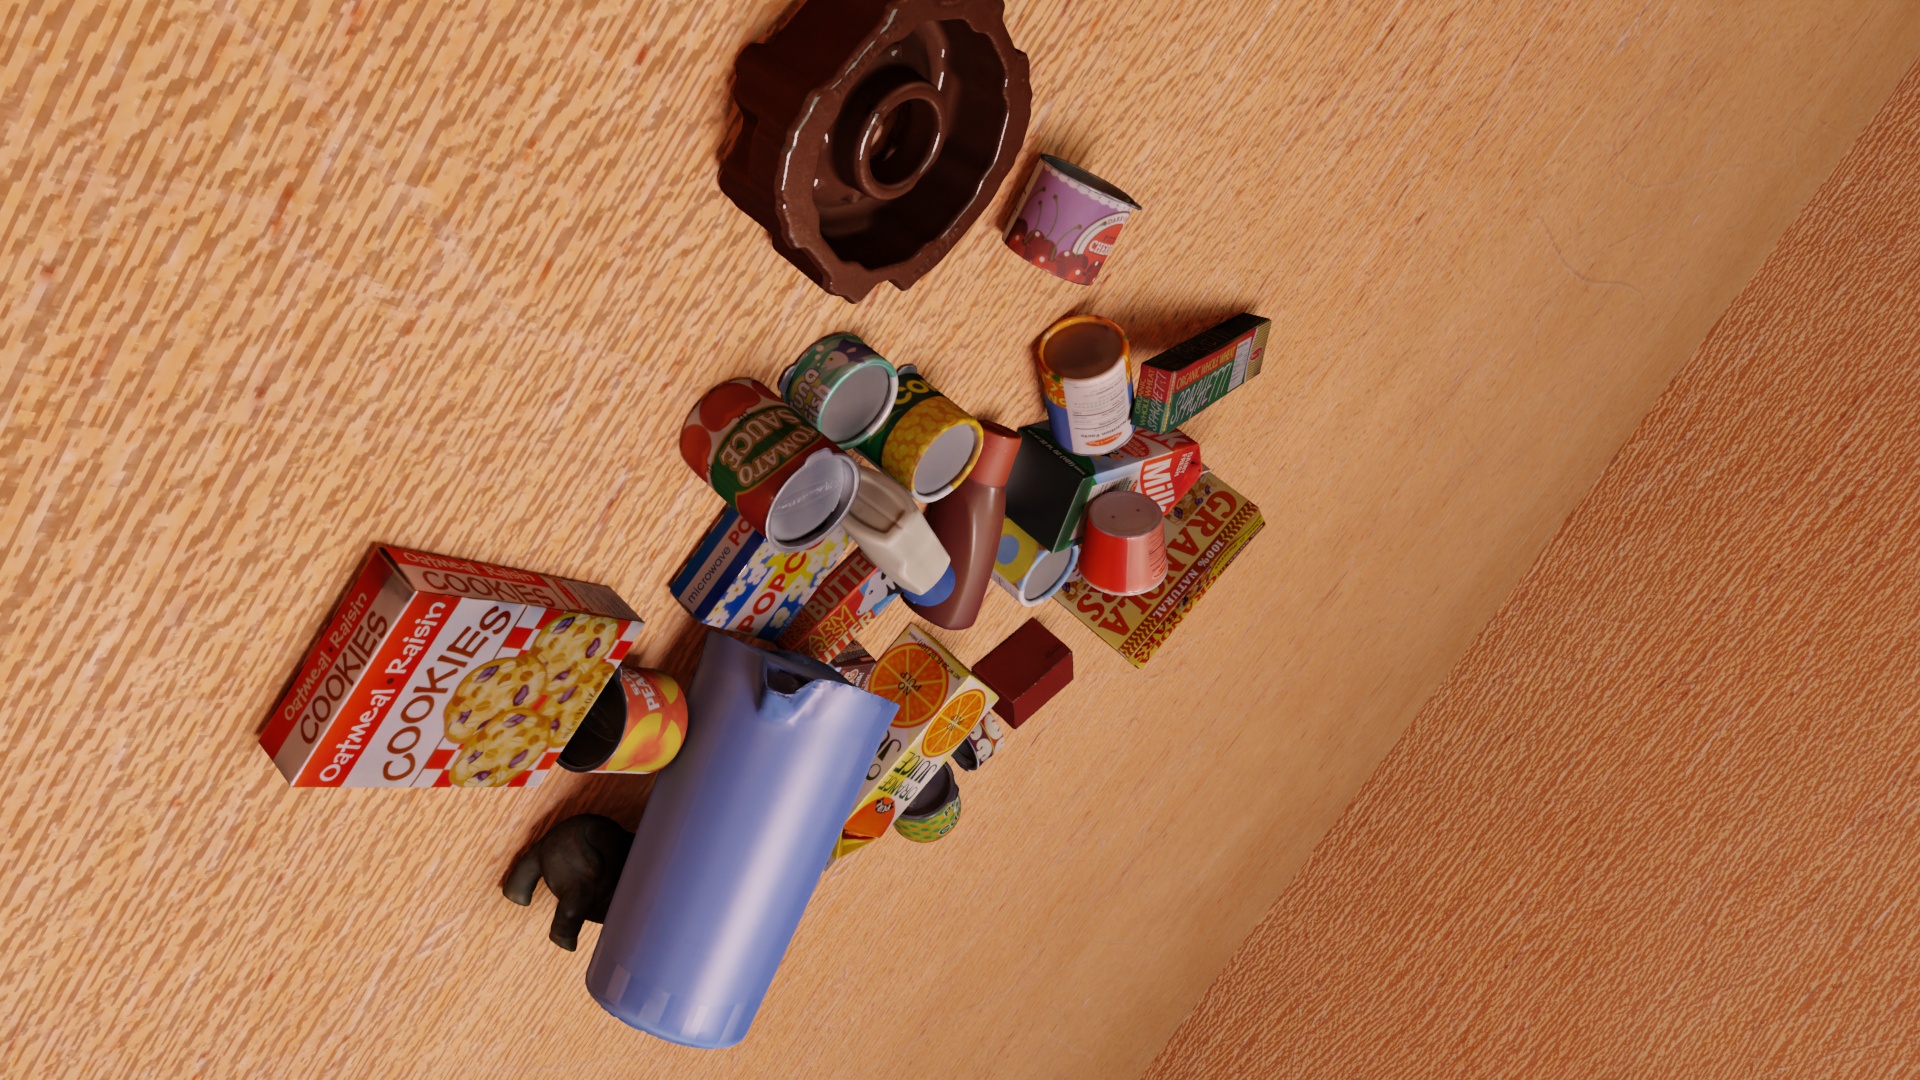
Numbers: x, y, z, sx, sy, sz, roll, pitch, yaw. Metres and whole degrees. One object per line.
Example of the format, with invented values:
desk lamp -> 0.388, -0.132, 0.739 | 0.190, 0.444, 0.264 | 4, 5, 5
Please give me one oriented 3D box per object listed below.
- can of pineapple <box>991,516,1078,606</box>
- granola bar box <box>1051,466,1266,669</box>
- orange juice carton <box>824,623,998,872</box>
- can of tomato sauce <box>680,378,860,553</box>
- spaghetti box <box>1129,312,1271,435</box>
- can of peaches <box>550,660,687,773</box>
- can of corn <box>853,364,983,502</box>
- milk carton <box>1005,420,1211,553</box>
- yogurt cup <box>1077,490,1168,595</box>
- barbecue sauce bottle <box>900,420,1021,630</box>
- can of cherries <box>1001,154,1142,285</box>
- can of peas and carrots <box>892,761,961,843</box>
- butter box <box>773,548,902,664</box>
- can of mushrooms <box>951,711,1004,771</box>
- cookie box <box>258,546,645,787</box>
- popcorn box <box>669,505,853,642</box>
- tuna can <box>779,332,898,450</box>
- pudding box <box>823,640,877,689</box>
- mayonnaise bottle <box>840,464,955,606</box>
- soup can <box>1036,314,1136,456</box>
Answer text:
can of pineapple -> 0.052, 0.009, 1.100 | 0.071, 0.058, 0.070 | -35, 148, -26
granola bar box -> 0.157, 0.008, 1.177 | 0.165, 0.124, 0.039 | -49, 150, -2
orange juice carton -> -0.065, 0.168, 1.107 | 0.193, 0.072, 0.073 | -49, 151, -2
can of tomato sauce -> -0.108, -0.044, 0.784 | 0.071, 0.083, 0.070 | -35, 148, -26
spaghetti box -> 0.193, -0.135, 1.089 | 0.251, 0.029, 0.050 | -31, 134, -57
can of peaches -> -0.207, 0.106, 0.840 | 0.071, 0.071, 0.058 | -55, 151, 8
can of corn -> -0.027, -0.068, 0.897 | 0.071, 0.058, 0.070 | -35, 148, -26
milk carton -> 0.121, -0.057, 1.105 | 0.191, 0.072, 0.073 | -17, 137, -44
yogurt cup -> 0.121, 0.000, 1.033 | 0.073, 0.072, 0.053 | -32, 138, -30
barbecue sauce bottle -> 0.004, -0.013, 1.006 | 0.044, 0.065, 0.148 | -1, 117, -47
can of cherries -> 0.069, -0.198, 0.866 | 0.071, 0.071, 0.058 | -4, 128, -53
can of peas and carrots -> -0.032, 0.226, 1.224 | 0.071, 0.071, 0.058 | -40, 151, -18
butter box -> -0.085, 0.049, 0.988 | 0.104, 0.024, 0.053 | -44, 151, -12
can of mushrooms -> 0.005, 0.166, 1.208 | 0.033, 0.071, 0.070 | -37, 149, -25
cookie box -> -0.267, 0.073, 0.746 | 0.122, 0.040, 0.167 | -55, 152, 9
popcorn box -> -0.114, 0.000, 0.875 | 0.126, 0.038, 0.085 | -53, 152, 5
tuna can -> -0.073, -0.089, 0.835 | 0.071, 0.033, 0.070 | -35, 148, -26
pudding box -> -0.103, 0.117, 1.037 | 0.050, 0.030, 0.083 | 0, 124, -54
mayonnaise bottle -> -0.037, 0.003, 0.885 | 0.041, 0.065, 0.147 | -51, 157, -7
soup can -> 0.091, -0.114, 1.005 | 0.071, 0.071, 0.083 | -41, 148, -17
